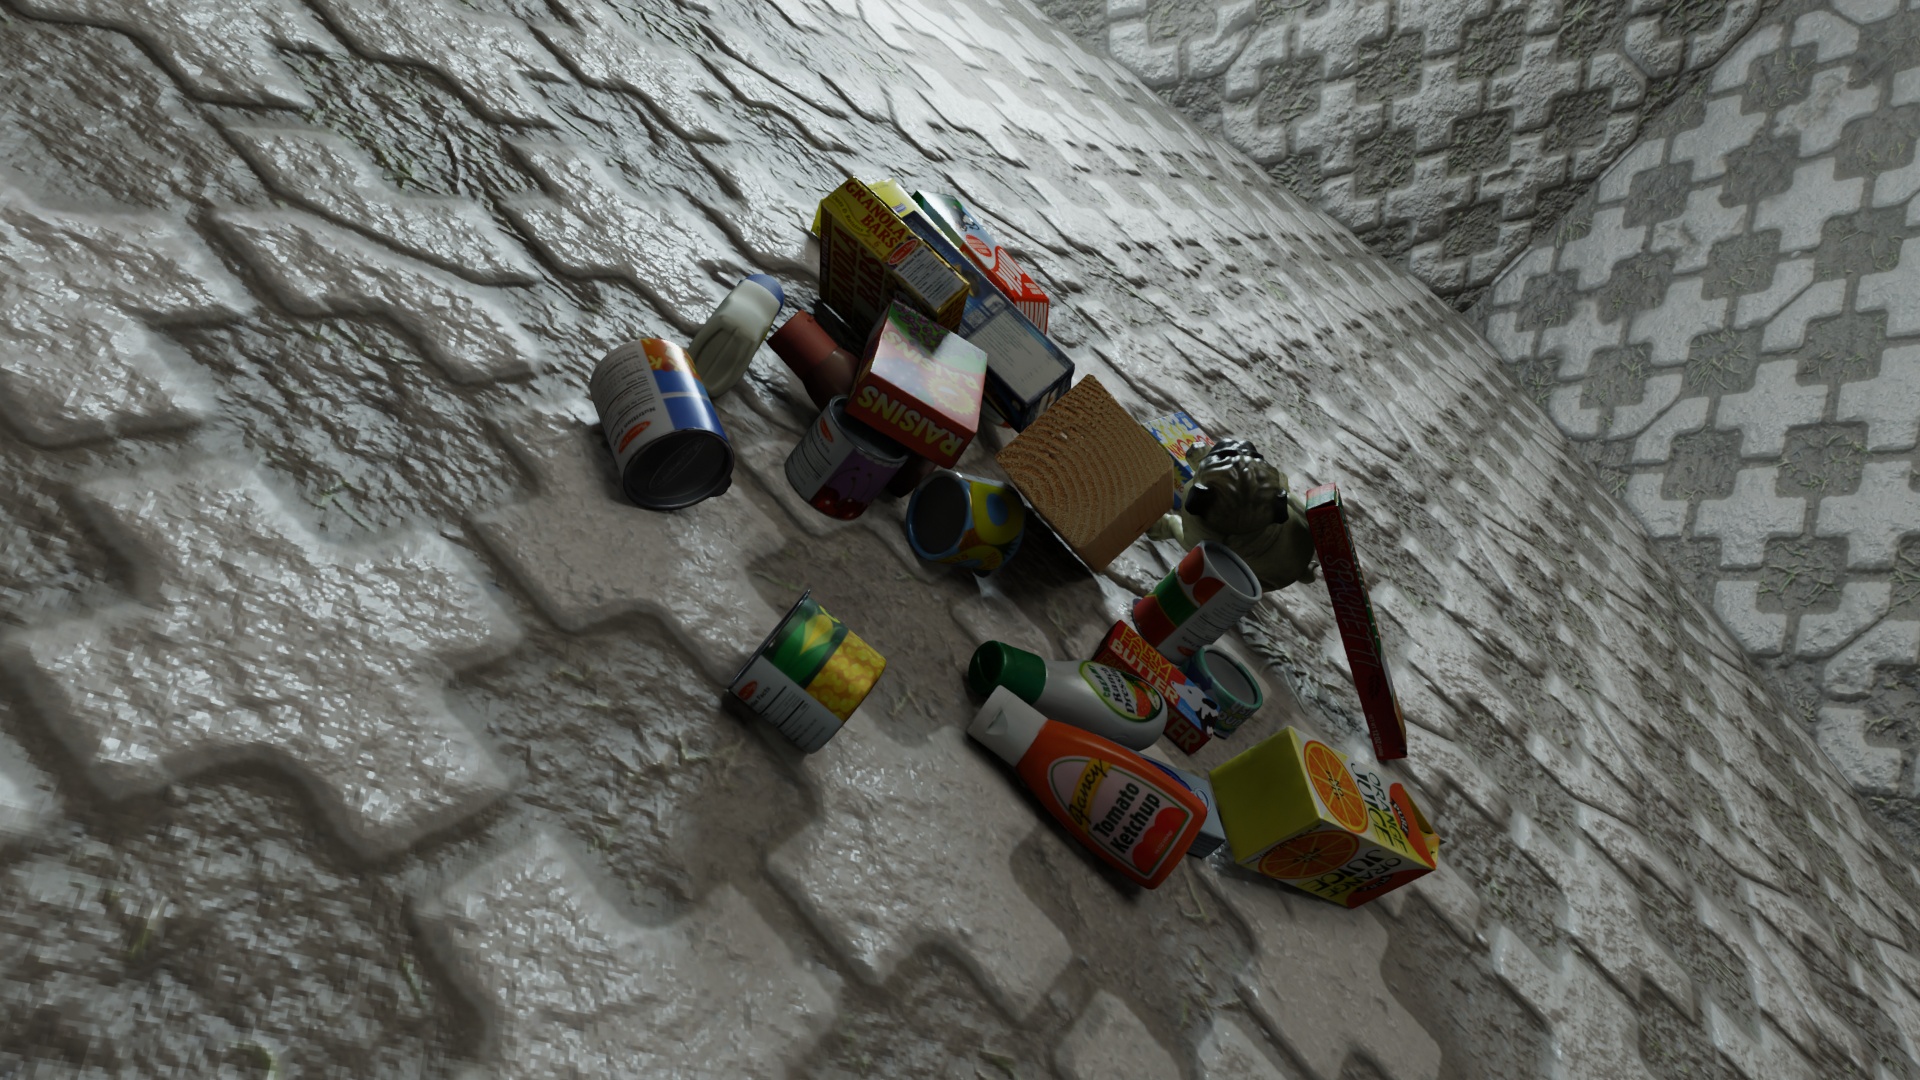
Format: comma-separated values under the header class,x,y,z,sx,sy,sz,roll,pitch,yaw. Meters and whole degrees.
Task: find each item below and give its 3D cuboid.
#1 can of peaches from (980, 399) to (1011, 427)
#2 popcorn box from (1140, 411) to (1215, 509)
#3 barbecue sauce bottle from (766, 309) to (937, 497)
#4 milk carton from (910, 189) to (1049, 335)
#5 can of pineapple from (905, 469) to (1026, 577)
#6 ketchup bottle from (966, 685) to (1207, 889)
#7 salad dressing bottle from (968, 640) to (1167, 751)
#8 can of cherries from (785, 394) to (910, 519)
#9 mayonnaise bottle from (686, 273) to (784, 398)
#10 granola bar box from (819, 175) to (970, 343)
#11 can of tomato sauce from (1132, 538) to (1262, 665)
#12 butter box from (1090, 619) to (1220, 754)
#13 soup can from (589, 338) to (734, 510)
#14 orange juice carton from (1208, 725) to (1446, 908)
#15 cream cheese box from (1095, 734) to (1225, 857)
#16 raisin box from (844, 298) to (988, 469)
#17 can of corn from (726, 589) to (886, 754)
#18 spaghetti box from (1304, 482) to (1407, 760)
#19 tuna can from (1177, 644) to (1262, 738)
class,x,y,z,sx,sy,sz,roll,pitch,yaw
can of peaches,0.042,-0.143,1.235,0.071,0.058,0.071,31,28,-19
popcorn box,0.221,-0.083,1.399,0.085,0.038,0.127,48,28,12
barbecue sauce bottle,-0.077,-0.101,1.006,0.148,0.043,0.065,48,22,-10
milk carton,0.013,-0.243,1.328,0.191,0.073,0.072,50,28,15
can of pineapple,0.004,-0.012,0.984,0.058,0.070,0.071,11,40,-44
ketchup bottle,0.074,0.146,0.850,0.149,0.064,0.043,35,3,6
salad dressing bottle,0.072,0.103,0.925,0.147,0.043,0.064,21,32,-34
can of cherries,-0.075,-0.056,0.953,0.071,0.058,0.072,31,28,-18
mayonnaise bottle,-0.157,-0.154,0.990,0.041,0.064,0.149,35,24,-12
granola bar box,-0.056,-0.198,1.100,0.124,0.039,0.165,44,-15,6
can of tomato sauce,0.189,0.048,1.114,0.071,0.082,0.071,32,29,-20
butter box,0.145,0.108,1.033,0.103,0.024,0.053,41,26,0
soup can,-0.178,-0.069,0.831,0.071,0.071,0.084,13,38,-44
orange juice carton,0.266,0.203,0.978,0.192,0.071,0.073,28,37,-38
cream cheese box,0.126,0.170,0.918,0.104,0.024,0.053,26,32,-28
raisin box,-0.029,-0.111,0.978,0.086,0.040,0.124,30,30,-13
can of corn,-0.081,0.070,0.747,0.058,0.071,0.071,40,27,-5
spaghetti box,0.344,0.072,1.203,0.050,0.028,0.249,-57,130,-64
tuna can,0.202,0.117,1.085,0.071,0.032,0.071,31,28,-19
